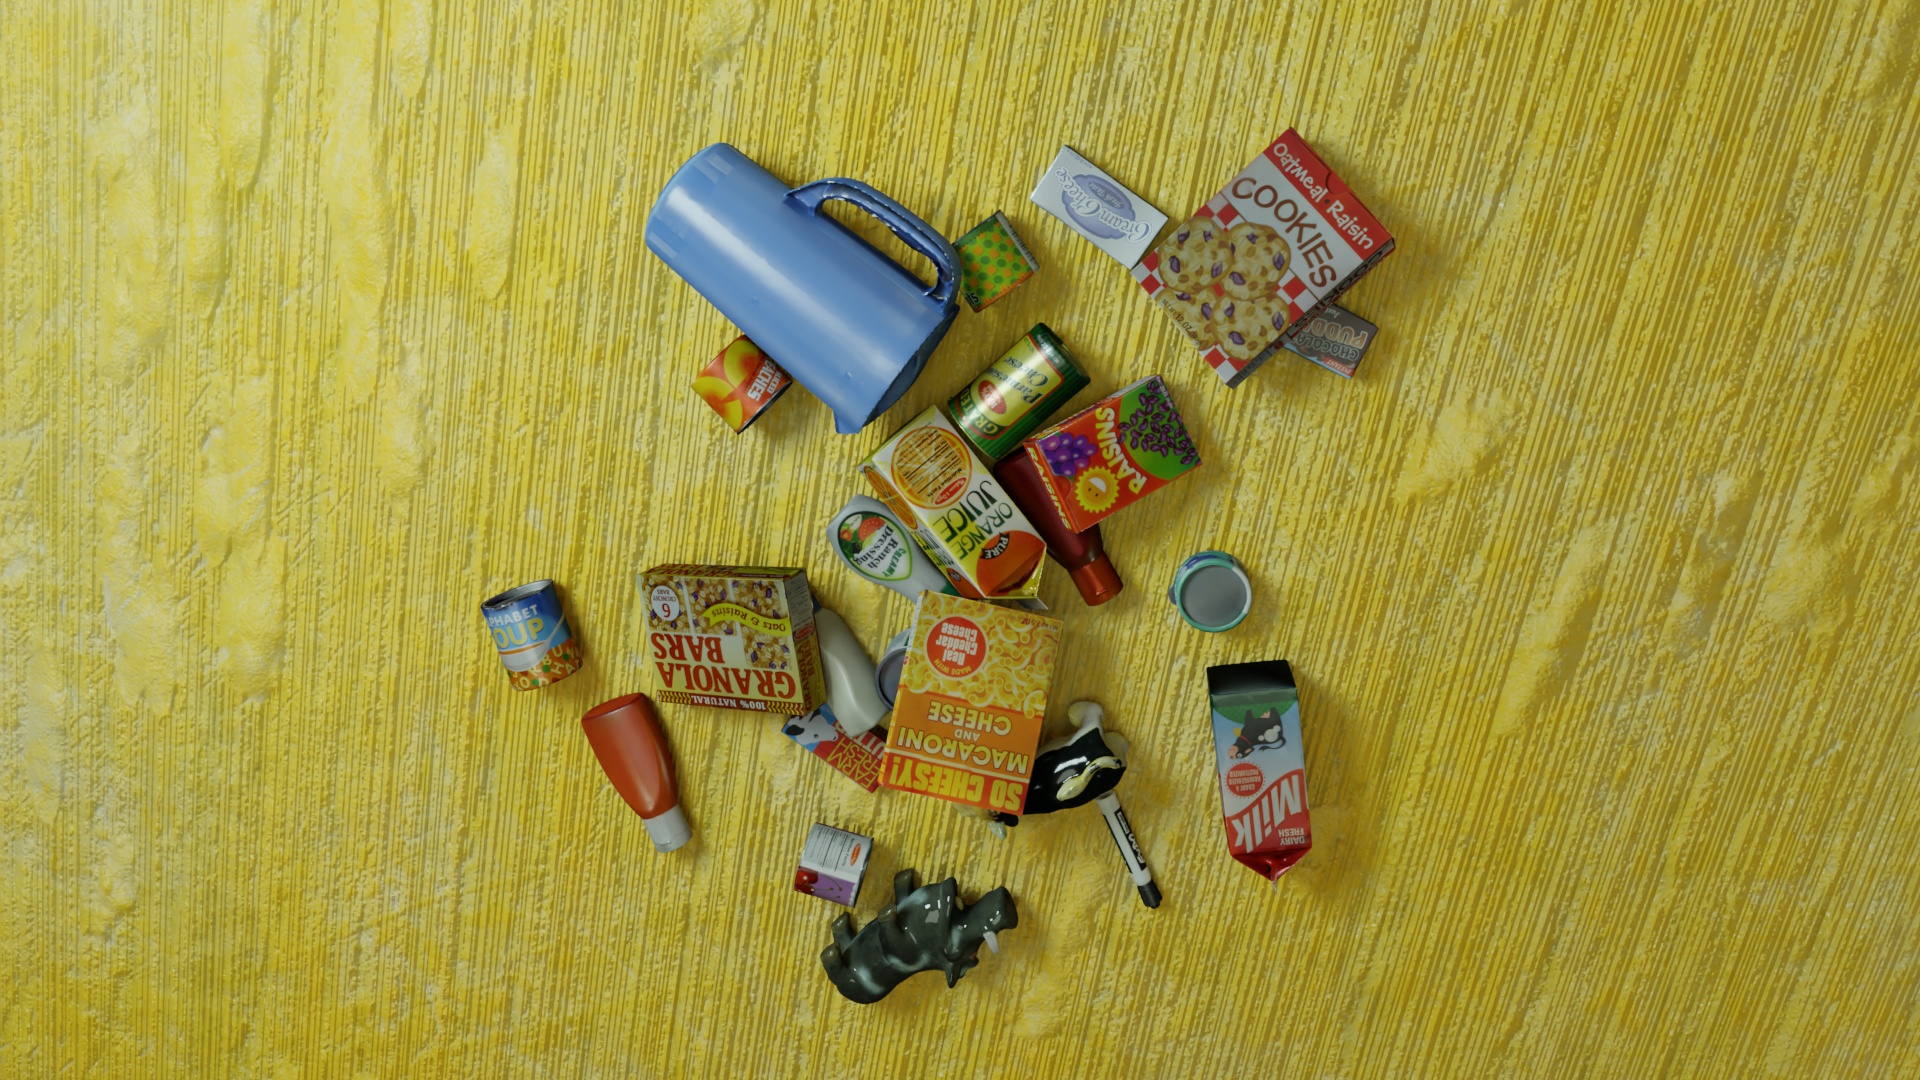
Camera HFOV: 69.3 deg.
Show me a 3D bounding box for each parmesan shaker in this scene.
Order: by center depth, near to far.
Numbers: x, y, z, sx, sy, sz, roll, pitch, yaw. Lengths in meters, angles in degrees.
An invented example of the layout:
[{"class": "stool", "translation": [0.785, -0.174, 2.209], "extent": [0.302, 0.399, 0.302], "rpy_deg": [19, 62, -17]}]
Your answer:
[{"class": "parmesan shaker", "translation": [0.047, -0.126, 1.153], "extent": [0.103, 0.071, 0.071], "rpy_deg": [-40, 97, 14]}]

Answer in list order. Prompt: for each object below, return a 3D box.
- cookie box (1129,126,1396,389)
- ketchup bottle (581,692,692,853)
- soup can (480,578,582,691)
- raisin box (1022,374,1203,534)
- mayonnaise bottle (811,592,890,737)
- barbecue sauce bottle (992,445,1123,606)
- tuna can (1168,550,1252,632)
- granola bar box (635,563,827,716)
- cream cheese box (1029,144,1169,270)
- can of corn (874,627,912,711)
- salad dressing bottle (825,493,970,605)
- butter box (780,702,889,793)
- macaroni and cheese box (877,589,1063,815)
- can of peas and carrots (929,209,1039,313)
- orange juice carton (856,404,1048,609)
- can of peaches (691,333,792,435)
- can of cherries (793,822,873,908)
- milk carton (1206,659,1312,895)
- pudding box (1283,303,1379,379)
[{"class": "cookie box", "translation": [0.238, -0.222, 1.098], "extent": [0.167, 0.040, 0.123], "rpy_deg": [-41, 75, 15]}, {"class": "ketchup bottle", "translation": [-0.295, 0.218, 1.291], "extent": [0.064, 0.044, 0.148], "rpy_deg": [-19, 102, 12]}, {"class": "soup can", "translation": [-0.387, 0.086, 1.253], "extent": [0.071, 0.071, 0.083], "rpy_deg": [-15, 103, 10]}, {"class": "raisin box", "translation": [0.126, -0.072, 1.149], "extent": [0.123, 0.040, 0.086], "rpy_deg": [-28, 101, -10]}, {"class": "mayonnaise bottle", "translation": [-0.117, 0.100, 1.233], "extent": [0.041, 0.065, 0.148], "rpy_deg": [-33, 95, 27]}, {"class": "barbecue sauce bottle", "translation": [0.089, -0.014, 1.188], "extent": [0.065, 0.044, 0.148], "rpy_deg": [-29, 100, 9]}, {"class": "tuna can", "translation": [0.215, 0.045, 1.195], "extent": [0.071, 0.033, 0.071], "rpy_deg": [1, 104, 6]}, {"class": "granola bar box", "translation": [-0.201, 0.085, 1.217], "extent": [0.165, 0.039, 0.124], "rpy_deg": [1, 106, 31]}, {"class": "cream cheese box", "translation": [0.113, -0.270, 1.129], "extent": [0.104, 0.024, 0.053], "rpy_deg": [34, 107, -3]}, {"class": "can of corn", "translation": [-0.037, 0.117, 1.228], "extent": [0.071, 0.058, 0.071], "rpy_deg": [2, 105, 6]}, {"class": "salad dressing bottle", "translation": [-0.049, 0.023, 1.213], "extent": [0.147, 0.044, 0.064], "rpy_deg": [42, 97, -6]}, {"class": "butter box", "translation": [-0.107, 0.181, 1.271], "extent": [0.103, 0.024, 0.053], "rpy_deg": [35, 106, -3]}, {"class": "macaroni and cheese box", "translation": [0.009, 0.136, 1.171], "extent": [0.124, 0.040, 0.166], "rpy_deg": [14, 82, -7]}, {"class": "can of peas and carrots", "translation": [0.020, -0.225, 1.129], "extent": [0.071, 0.071, 0.058], "rpy_deg": [-34, 99, 14]}, {"class": "orange juice carton", "translation": [0.004, -0.015, 1.171], "extent": [0.073, 0.071, 0.192], "rpy_deg": [-41, 98, -13]}, {"class": "can of peaches", "translation": [-0.184, -0.133, 1.175], "extent": [0.071, 0.071, 0.058], "rpy_deg": [-43, 96, 15]}, {"class": "can of cherries", "translation": [-0.117, 0.301, 1.282], "extent": [0.058, 0.072, 0.071], "rpy_deg": [15, 106, 2]}, {"class": "milk carton", "translation": [0.262, 0.207, 1.211], "extent": [0.073, 0.072, 0.190], "rpy_deg": [-7, 104, 8]}, {"class": "pudding box", "translation": [0.291, -0.172, 1.132], "extent": [0.084, 0.030, 0.049], "rpy_deg": [27, 106, -1]}]
